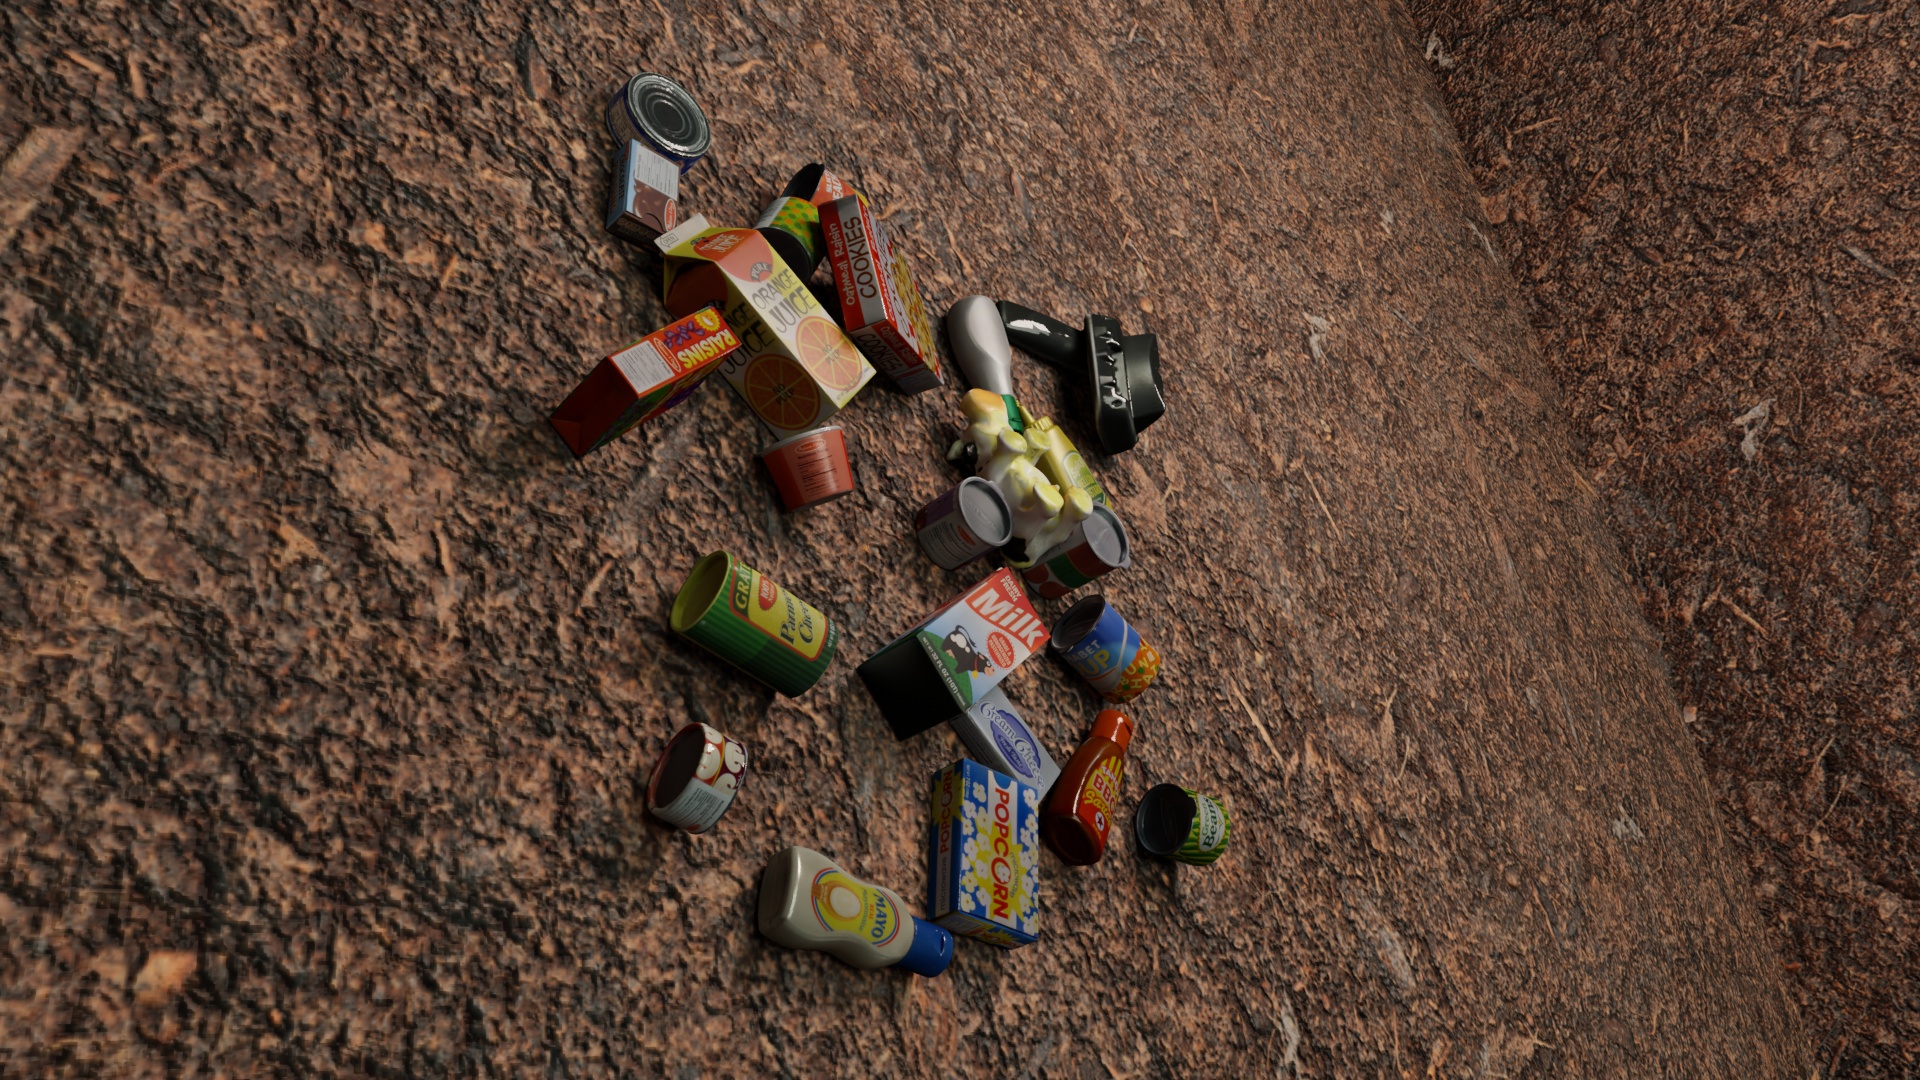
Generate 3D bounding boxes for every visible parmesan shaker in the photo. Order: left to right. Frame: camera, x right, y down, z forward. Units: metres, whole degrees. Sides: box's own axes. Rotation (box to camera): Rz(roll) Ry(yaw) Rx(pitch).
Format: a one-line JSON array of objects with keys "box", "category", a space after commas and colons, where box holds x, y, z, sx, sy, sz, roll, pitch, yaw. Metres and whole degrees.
[{"box": [-0.146, 0.059, 0.995, 0.103, 0.071, 0.072, 35, 43, -29], "category": "parmesan shaker"}]

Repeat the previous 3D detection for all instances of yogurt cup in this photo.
[{"box": [-0.119, -0.056, 1.106, 0.072, 0.072, 0.054, -18, 88, -52], "category": "yogurt cup"}]

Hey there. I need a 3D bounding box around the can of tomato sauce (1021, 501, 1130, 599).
[{"box": [0.107, 0.012, 1.300, 0.071, 0.083, 0.071, 28, 47, -35], "category": "can of tomato sauce"}]

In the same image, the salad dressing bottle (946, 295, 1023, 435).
[{"box": [0.027, -0.167, 1.363, 0.064, 0.044, 0.148, 7, 62, -46], "category": "salad dressing bottle"}]

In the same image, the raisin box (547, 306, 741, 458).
[{"box": [-0.226, -0.116, 1.004, 0.040, 0.085, 0.124, 52, 38, -3], "category": "raisin box"}]

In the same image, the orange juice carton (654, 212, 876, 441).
[{"box": [-0.166, -0.179, 1.126, 0.192, 0.072, 0.072, 50, 38, -12], "category": "orange juice carton"}]

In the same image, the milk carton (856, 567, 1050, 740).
[{"box": [0.007, 0.084, 1.147, 0.072, 0.073, 0.191, 59, 37, -1], "category": "milk carton"}]

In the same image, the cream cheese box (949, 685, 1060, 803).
[{"box": [0.038, 0.173, 1.162, 0.103, 0.024, 0.054, 54, 37, -8], "category": "cream cheese box"}]

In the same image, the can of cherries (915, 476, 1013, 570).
[{"box": [0.004, -0.015, 1.223, 0.071, 0.058, 0.072, 28, 47, -34], "category": "can of cherries"}]

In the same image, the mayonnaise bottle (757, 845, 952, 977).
[{"box": [-0.070, 0.264, 0.963, 0.148, 0.041, 0.065, 31, 43, -31], "category": "mayonnaise bottle"}]

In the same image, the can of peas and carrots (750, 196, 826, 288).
[{"box": [-0.149, -0.253, 1.201, 0.071, 0.070, 0.059, 43, 39, -20], "category": "can of peas and carrots"}]

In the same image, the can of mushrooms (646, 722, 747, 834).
[{"box": [-0.172, 0.152, 0.903, 0.033, 0.070, 0.071, 34, 44, -29], "category": "can of mushrooms"}]

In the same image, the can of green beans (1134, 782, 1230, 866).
[{"box": [0.201, 0.258, 1.257, 0.058, 0.071, 0.071, 24, 50, -38], "category": "can of green beans"}]

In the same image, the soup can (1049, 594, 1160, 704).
[{"box": [0.133, 0.103, 1.284, 0.083, 0.071, 0.072, 45, 39, -19], "category": "soup can"}]

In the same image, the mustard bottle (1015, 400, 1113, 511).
[{"box": [0.093, -0.071, 1.368, 0.160, 0.048, 0.065, 60, 35, 0], "category": "mustard bottle"}]

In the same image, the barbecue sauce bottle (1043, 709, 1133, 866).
[{"box": [0.115, 0.209, 1.209, 0.064, 0.043, 0.149, 62, 33, -24], "category": "barbecue sauce bottle"}]

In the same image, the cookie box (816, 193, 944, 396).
[{"box": [-0.070, -0.213, 1.228, 0.167, 0.040, 0.123, 40, 34, -70], "category": "cookie box"}]

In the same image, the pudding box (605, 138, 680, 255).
[{"box": [-0.257, -0.279, 1.125, 0.049, 0.030, 0.084, 24, 49, -39], "category": "pudding box"}]

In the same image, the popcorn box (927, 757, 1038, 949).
[{"box": [0.019, 0.244, 1.081, 0.085, 0.038, 0.127, 29, 47, -33], "category": "popcorn box"}]

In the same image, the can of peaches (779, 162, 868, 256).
[{"box": [-0.124, -0.300, 1.257, 0.058, 0.071, 0.071, 30, 46, -35], "category": "can of peaches"}]
